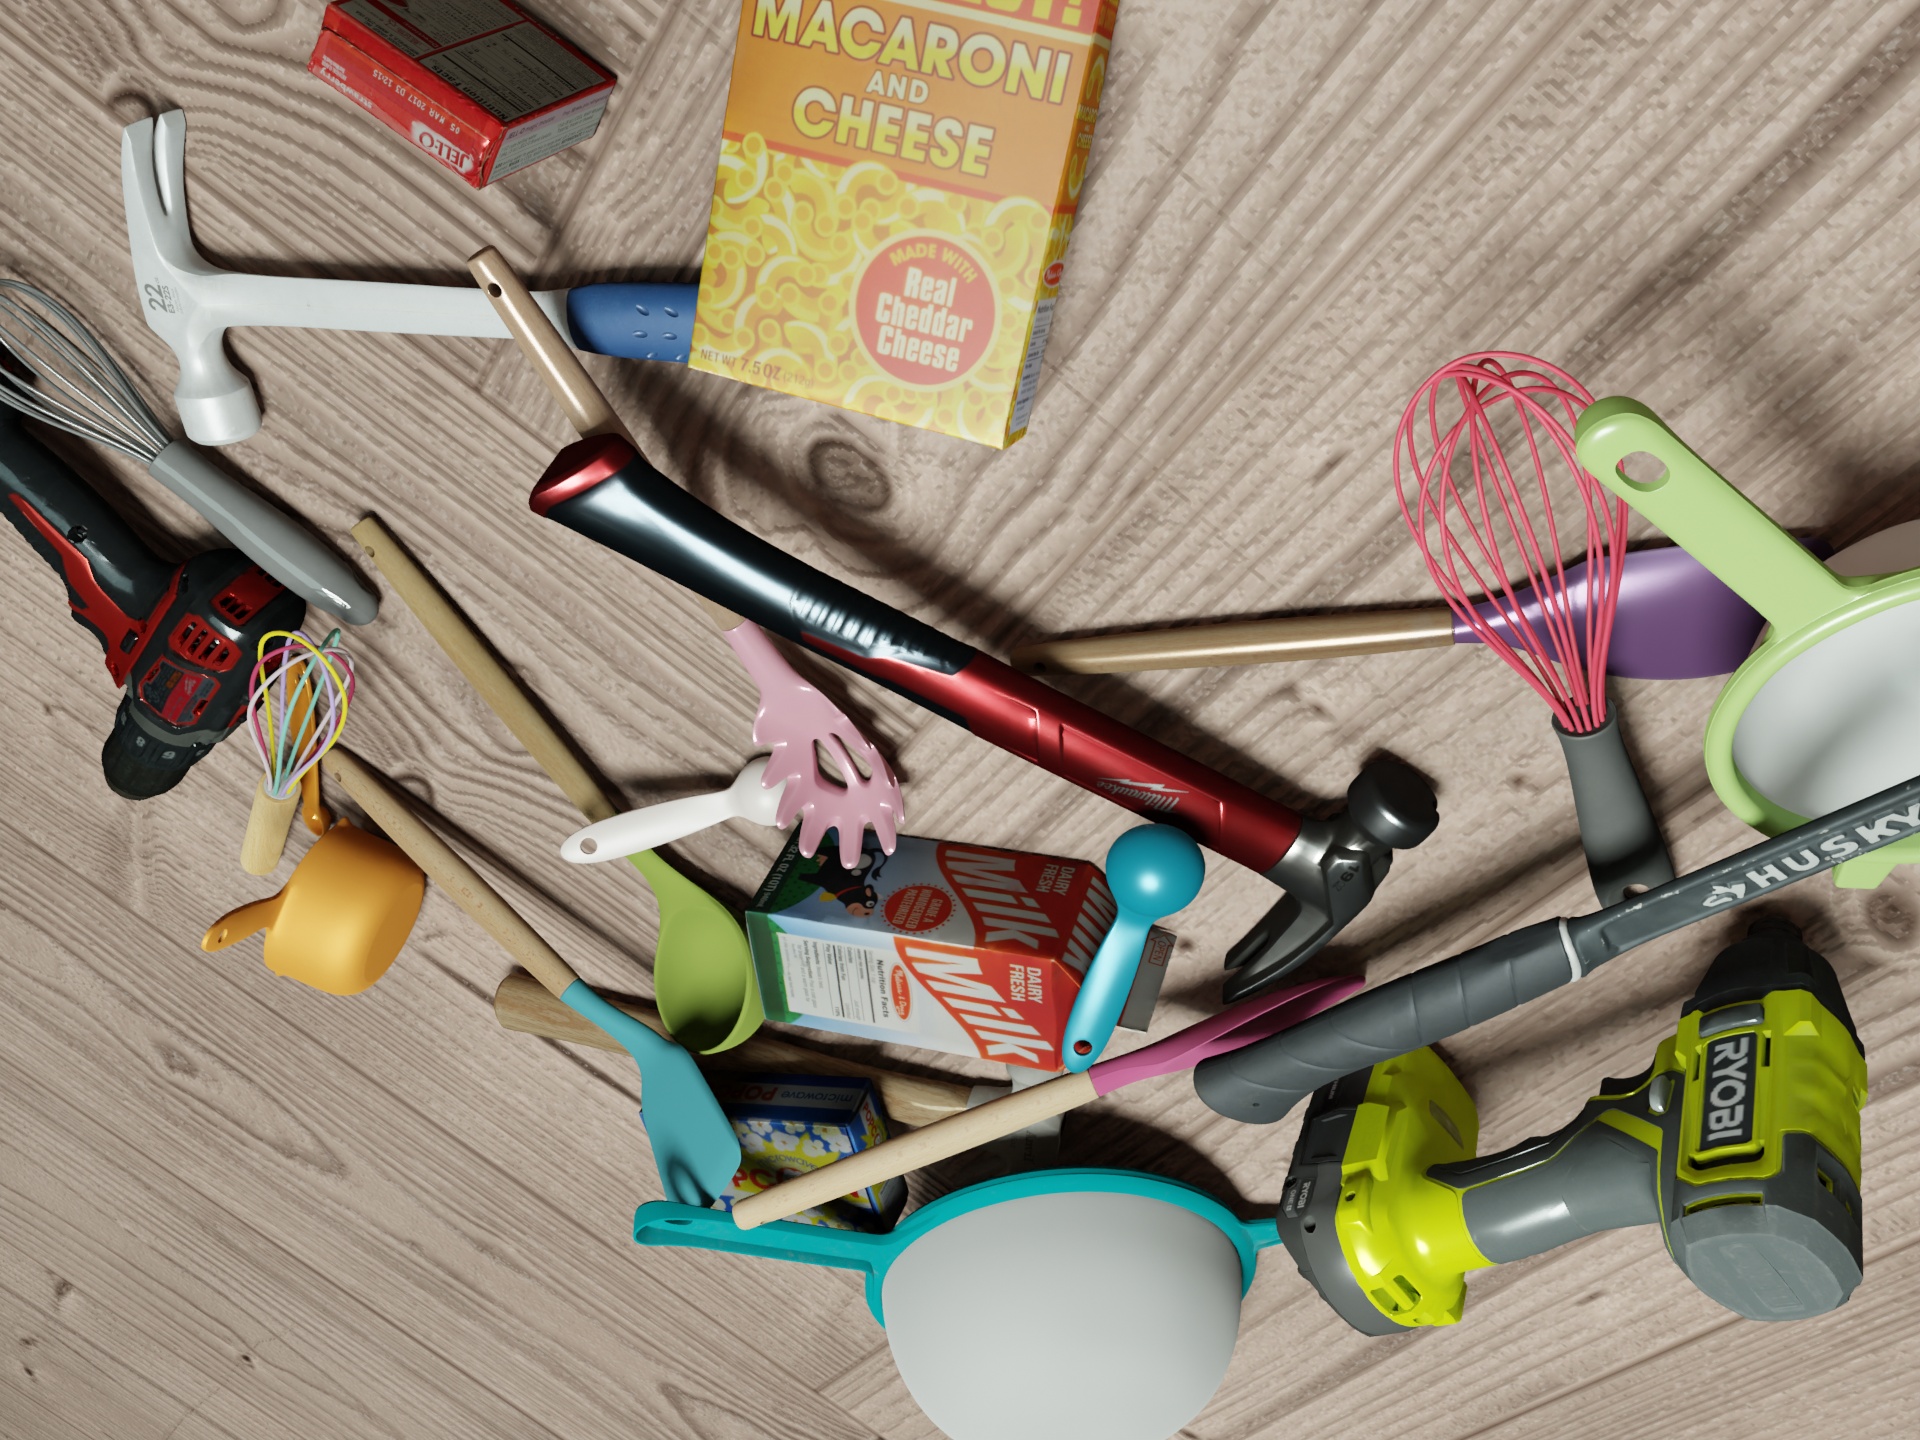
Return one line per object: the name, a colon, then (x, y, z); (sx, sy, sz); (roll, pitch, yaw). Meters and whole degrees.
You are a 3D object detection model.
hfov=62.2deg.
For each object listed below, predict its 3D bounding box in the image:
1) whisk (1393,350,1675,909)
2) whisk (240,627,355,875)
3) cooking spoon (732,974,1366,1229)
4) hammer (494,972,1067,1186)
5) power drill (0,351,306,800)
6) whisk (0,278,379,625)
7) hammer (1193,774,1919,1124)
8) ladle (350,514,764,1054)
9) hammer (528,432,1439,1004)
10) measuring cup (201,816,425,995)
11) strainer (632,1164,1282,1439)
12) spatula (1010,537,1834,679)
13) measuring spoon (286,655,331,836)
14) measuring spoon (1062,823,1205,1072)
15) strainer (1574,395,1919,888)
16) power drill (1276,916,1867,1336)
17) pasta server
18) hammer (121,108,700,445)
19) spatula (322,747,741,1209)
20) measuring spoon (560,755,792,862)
whisk: (0.225, -0.015, 0.585); (0.073, 0.073, 0.295); (-12, 130, 26)
whisk: (-0.354, 0.021, 0.830); (0.047, 0.051, 0.245); (17, 144, -21)
cooking spoon: (0.038, 0.178, 0.745); (0.319, 0.017, 0.068); (-23, 157, 6)
hammer: (-0.104, 0.192, 0.877); (0.331, 0.031, 0.130); (10, 125, 14)
power drill: (-0.460, -0.067, 0.809); (0.226, 0.080, 0.188); (41, 127, -13)
whisk: (-0.377, -0.126, 0.756); (0.239, 0.055, 0.055); (40, 127, -14)
hammer: (0.242, 0.078, 0.597); (0.149, 0.036, 0.409); (33, 135, -23)
ladle: (-0.200, 0.035, 0.793); (0.078, 0.062, 0.320); (-25, 109, 38)
hammer: (-0.001, -0.002, 0.669); (0.386, 0.038, 0.143); (26, 129, -10)
measuring cup: (-0.331, 0.107, 0.825); (0.052, 0.173, 0.095); (24, 92, -1)
strainer: (-0.002, 0.311, 0.807); (0.340, 0.095, 0.211); (16, 129, -19)
spatula: (0.170, -0.034, 0.633); (0.316, 0.018, 0.059); (-3, 125, 21)
measuring spoon: (-0.352, 0.014, 0.863); (0.021, 0.011, 0.116); (27, 127, 26)
measuring spoon: (0.068, 0.103, 0.678); (0.042, 0.021, 0.128); (18, 112, -1)
strainer: (0.290, -0.045, 0.526); (0.256, 0.069, 0.151); (31, 135, -21)
power drill: (0.252, 0.169, 0.657); (0.223, 0.171, 0.080); (-29, 110, 42)
pasta server: (-0.112, -0.059, 0.681); (0.060, 0.040, 0.316); (-20, 123, 18)
hammer: (-0.169, -0.171, 0.654); (0.405, 0.035, 0.144); (7, 125, 16)
spatula: (-0.229, 0.127, 0.830); (0.317, 0.044, 0.082); (42, 128, 8)
measuring spoon: (-0.136, 0.048, 0.769); (0.124, 0.018, 0.034); (-17, 98, 2)
